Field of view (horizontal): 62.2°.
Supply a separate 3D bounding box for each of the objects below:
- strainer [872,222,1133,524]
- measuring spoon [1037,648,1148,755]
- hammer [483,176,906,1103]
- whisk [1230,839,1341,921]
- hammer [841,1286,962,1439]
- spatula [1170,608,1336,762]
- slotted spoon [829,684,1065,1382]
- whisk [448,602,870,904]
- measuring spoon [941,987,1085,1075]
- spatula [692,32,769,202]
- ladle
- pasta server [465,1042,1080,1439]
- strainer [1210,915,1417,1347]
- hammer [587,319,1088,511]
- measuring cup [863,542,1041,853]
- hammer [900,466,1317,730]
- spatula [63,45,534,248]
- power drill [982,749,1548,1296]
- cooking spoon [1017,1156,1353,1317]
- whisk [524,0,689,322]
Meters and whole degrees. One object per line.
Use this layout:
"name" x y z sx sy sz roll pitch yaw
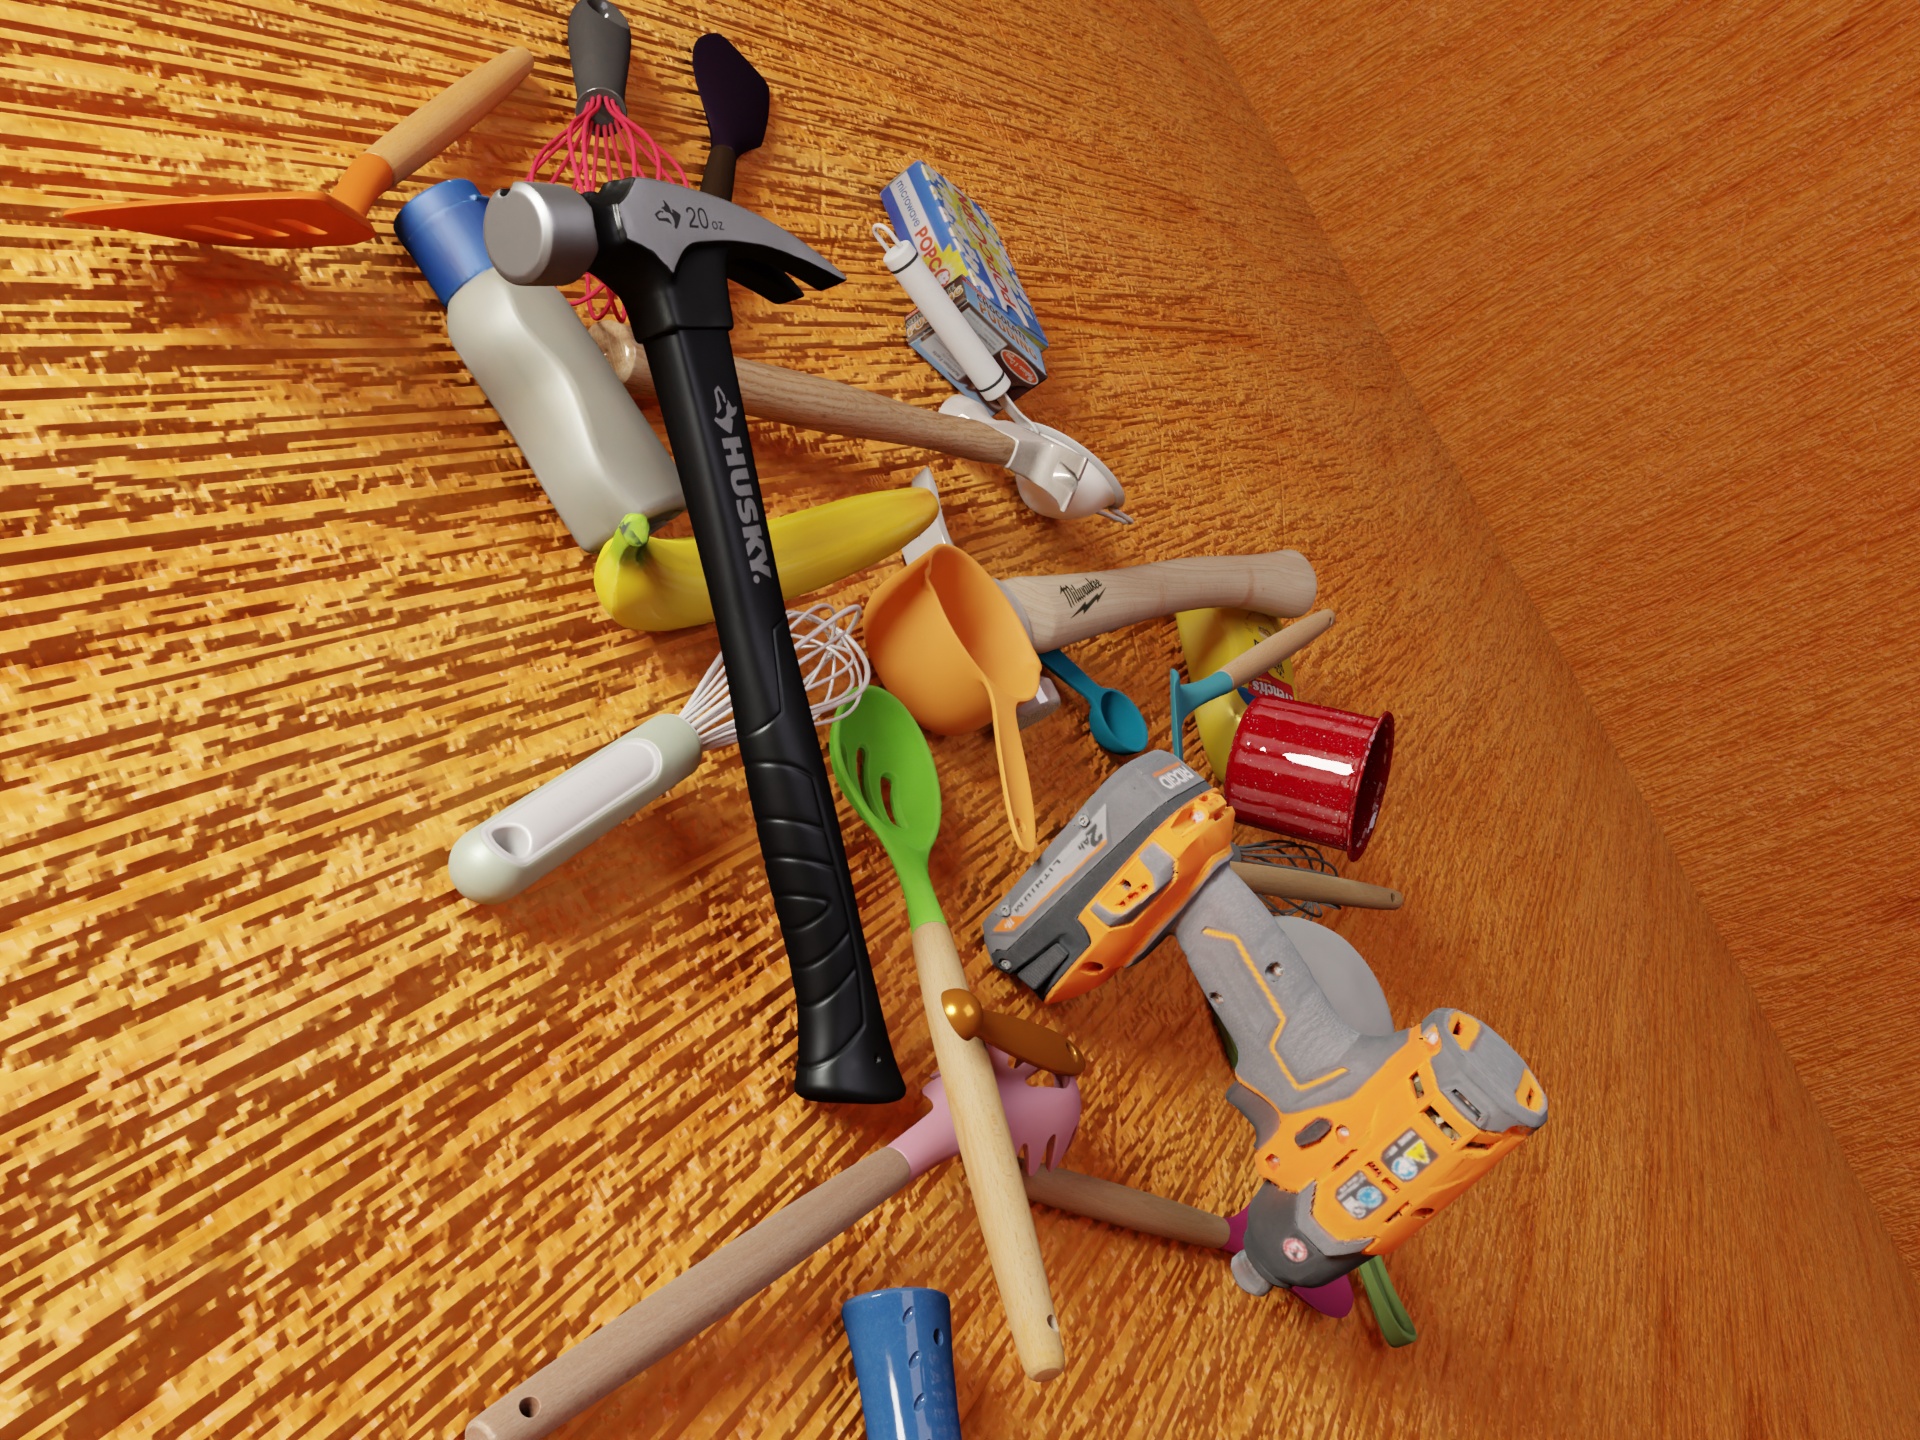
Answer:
"strainer" 0.023 -0.196 0.969 0.050 0.087 0.258 -50 121 -16
"measuring spoon" 0.058 -0.022 0.921 0.128 0.021 0.042 40 38 -18
"hammer" -0.068 -0.021 0.569 0.146 0.035 0.335 -20 100 -55
"whisk" 0.160 0.085 0.955 0.238 0.055 0.055 21 46 -45
"hammer" 0.011 0.367 0.435 0.144 0.035 0.406 30 40 -44
"spatula" 0.189 -0.029 1.019 0.317 0.044 0.082 -28 117 -52
"slotted spoon" -0.008 0.101 0.609 0.070 0.031 0.314 36 24 -38
"whisk" -0.100 0.006 0.584 0.058 0.059 0.246 42 32 4
"measuring spoon" 0.025 0.119 0.603 0.116 0.011 0.021 35 27 -55
"spatula" -0.131 -0.290 0.849 0.059 0.018 0.316 39 33 -34
"ladle" 0.174 0.089 0.906 0.320 0.062 0.078 13 72 -43
"pasta server" -0.042 0.167 0.540 0.060 0.040 0.316 41 28 20
"strainer" 0.224 0.218 0.907 0.151 0.069 0.257 20 46 -52
"hammer" -0.048 -0.153 0.797 0.130 0.031 0.331 31 18 33
"measuring cup" -0.001 -0.002 0.748 0.095 0.052 0.174 34 35 -44
"hammer" 0.115 -0.088 0.986 0.410 0.038 0.146 -13 73 -53
"spatula" -0.216 -0.225 0.606 0.323 0.081 0.041 -83 170 -55
"power drill" 0.120 0.142 0.711 0.226 0.164 0.084 45 24 14
"cooking spoon" 0.107 0.236 0.745 0.318 0.017 0.069 31 31 -44
"whisk" -0.162 -0.267 0.720 0.073 0.073 0.296 37 26 -38
